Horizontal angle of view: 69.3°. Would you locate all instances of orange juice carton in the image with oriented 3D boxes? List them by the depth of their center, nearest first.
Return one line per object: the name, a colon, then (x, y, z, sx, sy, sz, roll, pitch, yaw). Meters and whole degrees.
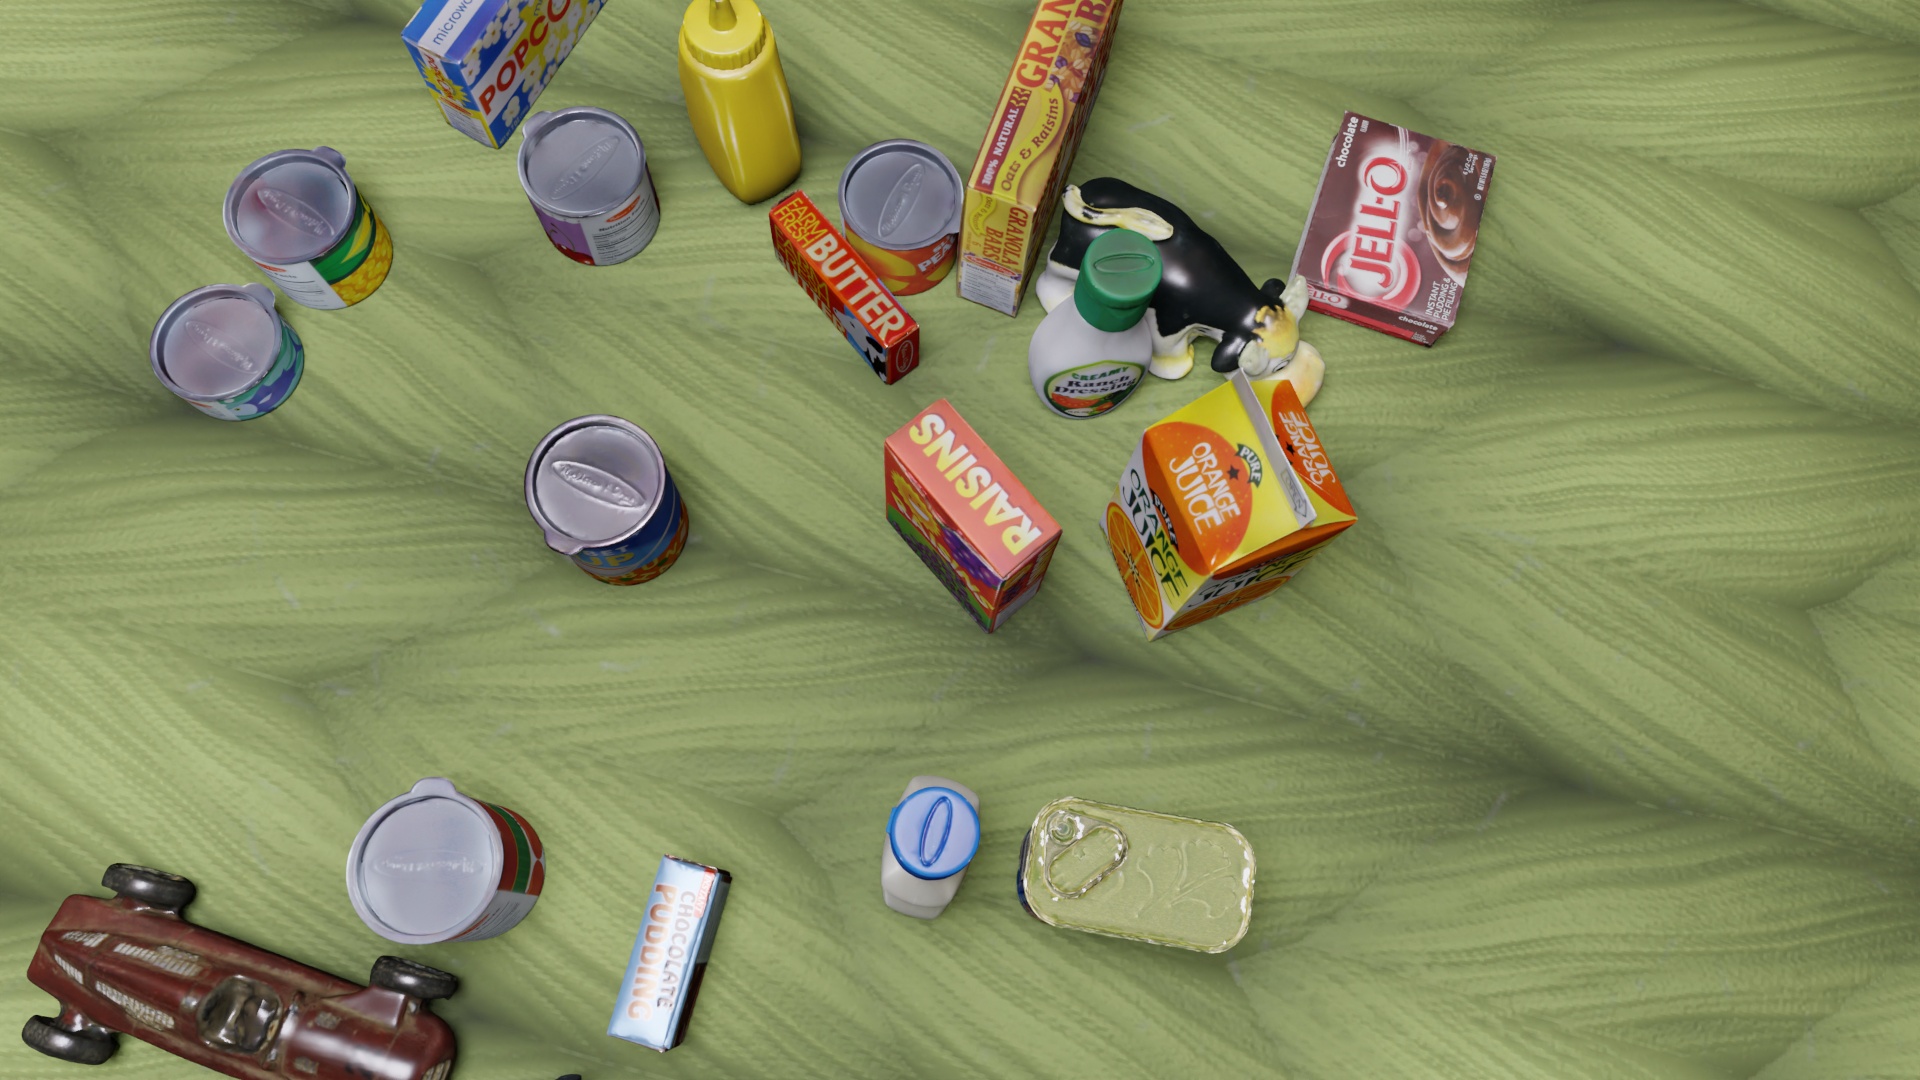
orange juice carton: (0.123, -0.015, 0.650, 0.073, 0.192, 0.072, -20, 76, -8)

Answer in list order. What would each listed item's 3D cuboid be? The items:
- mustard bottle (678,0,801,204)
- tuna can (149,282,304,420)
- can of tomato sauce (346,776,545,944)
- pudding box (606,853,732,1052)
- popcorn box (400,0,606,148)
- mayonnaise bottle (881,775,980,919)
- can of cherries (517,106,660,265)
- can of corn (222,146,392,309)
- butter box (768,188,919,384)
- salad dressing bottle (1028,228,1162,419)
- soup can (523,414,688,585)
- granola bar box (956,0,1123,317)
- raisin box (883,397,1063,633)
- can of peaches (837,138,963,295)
mustard bottle: (-0.116, -0.237, 0.718, 0.049, 0.159, 0.065, -32, 78, -11)
tuna can: (-0.383, -0.100, 0.731, 0.071, 0.032, 0.071, 1, 74, -3)
can of tomato sauce: (-0.234, 0.149, 0.641, 0.071, 0.083, 0.071, 1, 74, -3)
pudding box: (-0.135, 0.193, 0.651, 0.030, 0.049, 0.084, 14, 74, 1)
popcorn box: (-0.247, -0.292, 0.767, 0.038, 0.085, 0.127, 27, 75, 5)
mayonnaise bottle: (-0.013, 0.136, 0.623, 0.041, 0.147, 0.065, 16, 74, 2)
can of cherries: (-0.202, -0.193, 0.754, 0.071, 0.058, 0.071, 1, 74, -3)
can of corn: (-0.343, -0.166, 0.739, 0.071, 0.058, 0.071, 1, 74, -3)
butter box: (-0.063, -0.135, 0.748, 0.024, 0.053, 0.103, -38, 79, -12)
salad dressing bottle: (0.070, -0.106, 0.697, 0.064, 0.147, 0.044, -5, 75, -4)
soup can: (-0.175, -0.016, 0.691, 0.071, 0.083, 0.071, 1, 74, -3)
granola bar box: (0.043, -0.220, 0.741, 0.039, 0.124, 0.166, 19, 74, 3)
raisin box: (0.002, -0.009, 0.678, 0.040, 0.123, 0.086, -38, 80, -12)
can of peaches: (-0.031, -0.174, 0.758, 0.071, 0.058, 0.071, 1, 74, -3)
